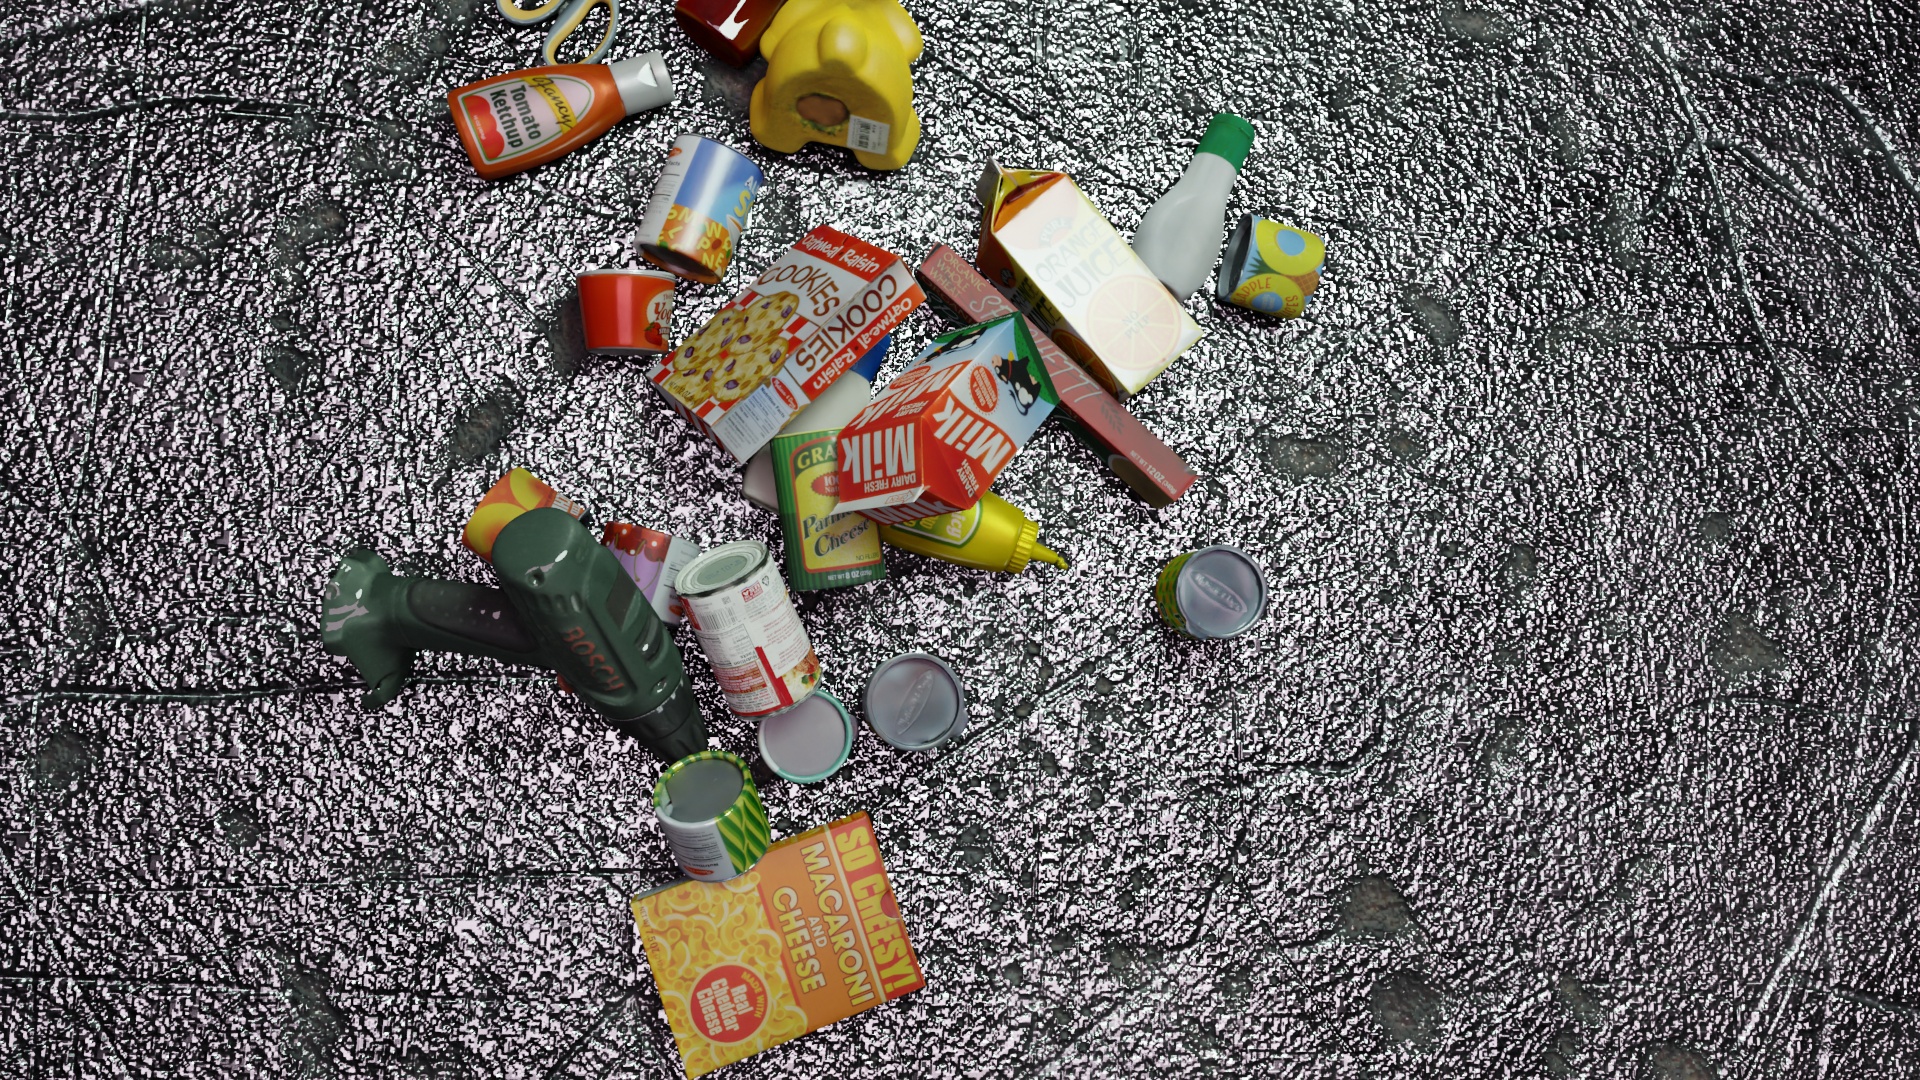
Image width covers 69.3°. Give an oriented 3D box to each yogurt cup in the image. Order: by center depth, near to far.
[{"bbox_3d":[-0.230,-0.156,0.956,0.072,0.072,0.054,0,93,-8],"label":"yogurt cup"}]

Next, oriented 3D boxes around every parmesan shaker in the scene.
[{"bbox_3d":[-0.085,-0.022,0.923,0.071,0.071,0.103,-8,92,-9],"label":"parmesan shaker"}]

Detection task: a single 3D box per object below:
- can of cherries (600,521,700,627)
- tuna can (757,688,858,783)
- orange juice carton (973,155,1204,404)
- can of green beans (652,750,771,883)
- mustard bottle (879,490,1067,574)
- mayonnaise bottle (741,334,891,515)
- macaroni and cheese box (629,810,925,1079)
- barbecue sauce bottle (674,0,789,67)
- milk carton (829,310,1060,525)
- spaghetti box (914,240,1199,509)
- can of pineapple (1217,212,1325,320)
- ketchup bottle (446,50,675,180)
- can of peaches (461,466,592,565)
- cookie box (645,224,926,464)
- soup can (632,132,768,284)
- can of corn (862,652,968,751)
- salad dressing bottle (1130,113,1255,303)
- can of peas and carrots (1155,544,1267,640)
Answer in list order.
[{"bbox_3d":[-0.217,0.023,0.937,0.071,0.071,0.058,15,82,-6],"label":"can of cherries"},{"bbox_3d":[-0.105,0.133,0.957,0.071,0.033,0.071,1,84,-7],"label":"tuna can"},{"bbox_3d":[0.078,-0.190,0.998,0.073,0.071,0.192,-41,91,-10],"label":"orange juice carton"},{"bbox_3d":[-0.164,0.181,0.916,0.071,0.071,0.057,-18,129,-9],"label":"can of green beans"},{"bbox_3d":[0.003,-0.012,0.980,0.160,0.049,0.065,20,84,-5],"label":"mustard bottle"},{"bbox_3d":[-0.096,-0.085,0.979,0.065,0.041,0.148,27,80,-9],"label":"mayonnaise bottle"},{"bbox_3d":[-0.122,0.270,0.936,0.167,0.040,0.123,-19,88,-9],"label":"macaroni and cheese box"},{"bbox_3d":[-0.140,-0.418,1.006,0.065,0.043,0.149,35,80,-3],"label":"barbecue sauce bottle"},{"bbox_3d":[-0.013,-0.072,0.911,0.191,0.072,0.073,-51,122,-45],"label":"milk carton"},{"bbox_3d":[0.065,-0.117,0.999,0.250,0.050,0.029,42,79,-2],"label":"spaghetti box"},{"bbox_3d":[0.228,-0.199,1.022,0.058,0.071,0.071,15,82,-6],"label":"can of pineapple"},{"bbox_3d":[-0.277,-0.304,0.974,0.149,0.043,0.064,-21,99,-10],"label":"ketchup bottle"},{"bbox_3d":[-0.289,-0.009,0.929,0.058,0.071,0.071,34,81,-3],"label":"can of peaches"},{"bbox_3d":[-0.120,-0.138,0.940,0.168,0.123,0.040,-43,127,-10],"label":"cookie box"},{"bbox_3d":[-0.180,-0.229,0.970,0.071,0.071,0.084,21,82,-5],"label":"soup can"},{"bbox_3d":[-0.032,0.112,0.957,0.071,0.058,0.071,1,84,-8],"label":"can of corn"},{"bbox_3d":[0.174,-0.247,1.030,0.064,0.044,0.148,33,76,-26],"label":"salad dressing bottle"},{"bbox_3d":[0.177,0.040,0.994,0.071,0.058,0.071,1,85,-7],"label":"can of peas and carrots"}]
